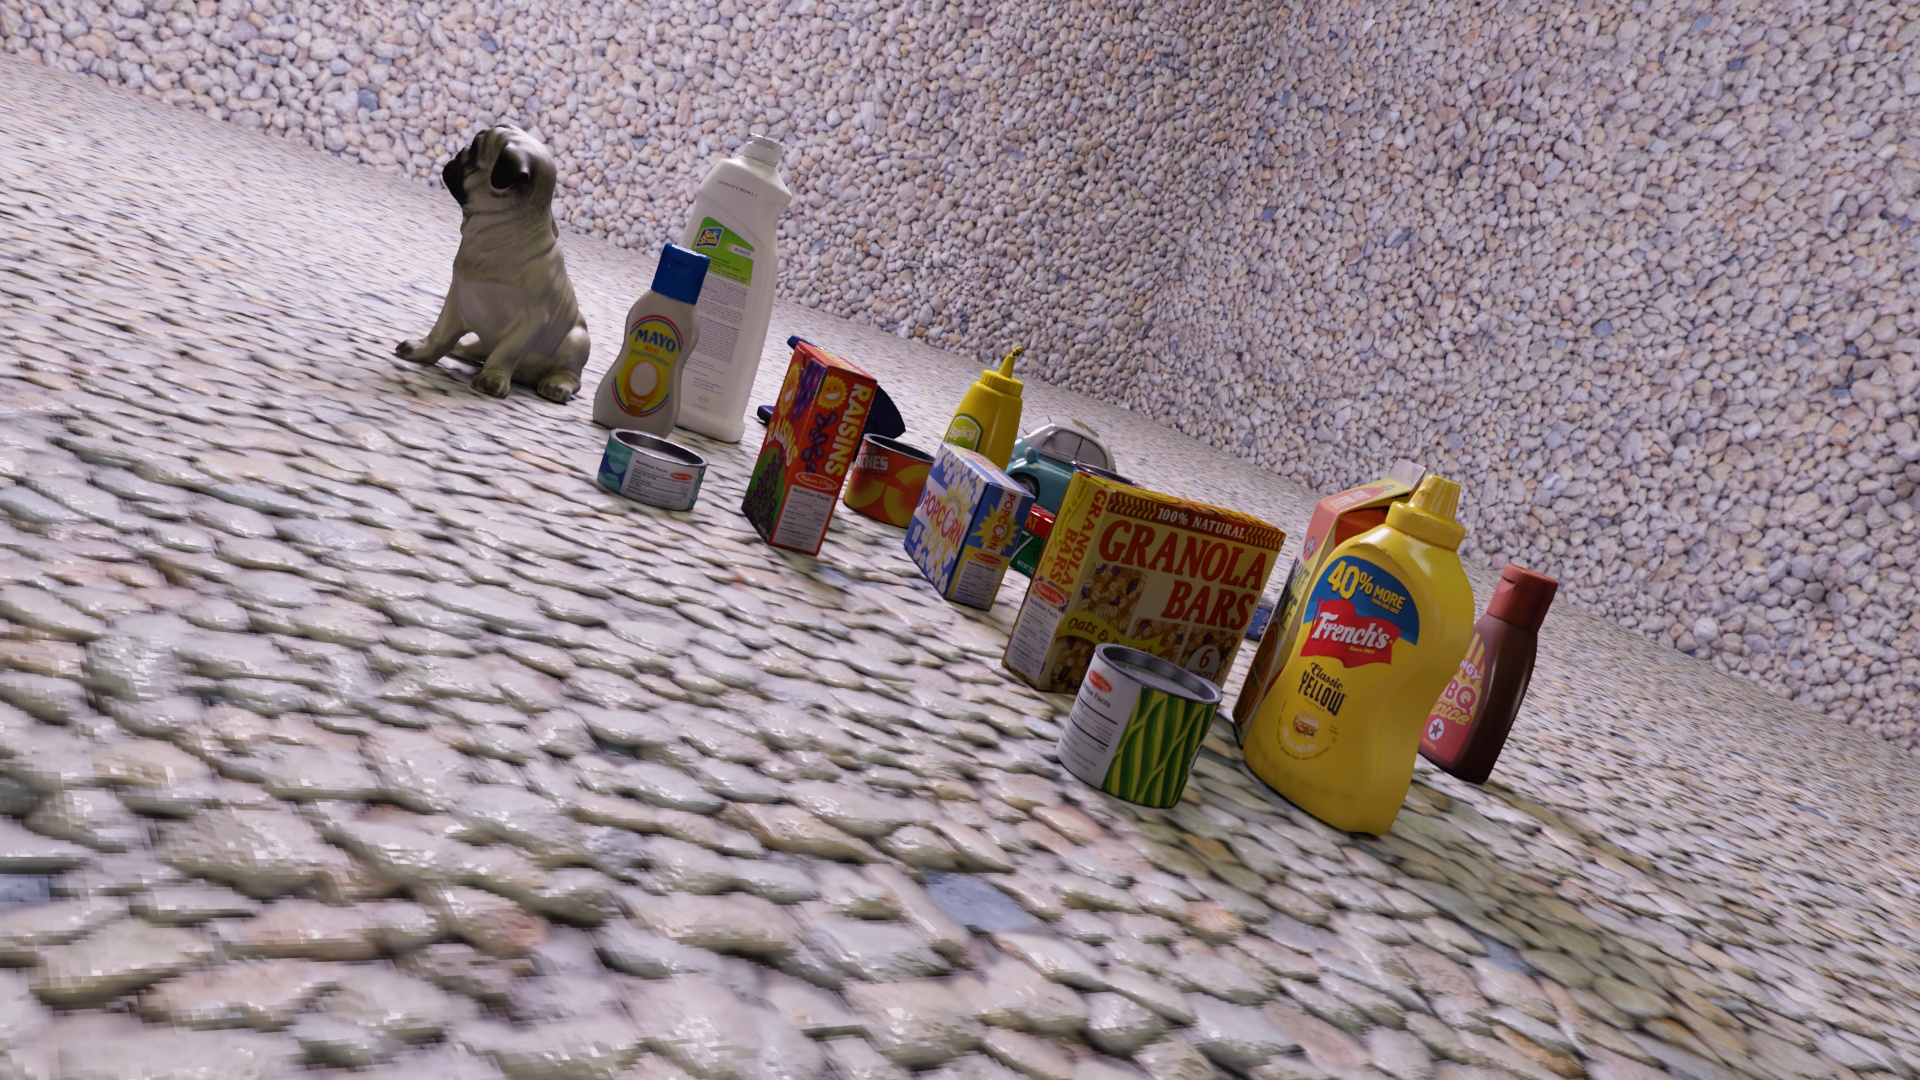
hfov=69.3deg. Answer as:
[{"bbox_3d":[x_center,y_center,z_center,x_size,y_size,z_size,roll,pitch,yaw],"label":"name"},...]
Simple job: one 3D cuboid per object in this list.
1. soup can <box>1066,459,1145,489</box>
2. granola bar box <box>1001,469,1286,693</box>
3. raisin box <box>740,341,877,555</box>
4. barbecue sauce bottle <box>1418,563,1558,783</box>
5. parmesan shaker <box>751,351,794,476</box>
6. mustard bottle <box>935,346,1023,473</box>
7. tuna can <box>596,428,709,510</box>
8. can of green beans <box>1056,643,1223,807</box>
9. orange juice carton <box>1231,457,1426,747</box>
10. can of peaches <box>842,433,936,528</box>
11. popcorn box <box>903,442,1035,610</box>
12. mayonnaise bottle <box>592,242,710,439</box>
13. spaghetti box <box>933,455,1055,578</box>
[{"bbox_3d":[0.116,-0.020,1.232,0.071,0.083,0.071,20,10,-4],"label":"soup can"},{"bbox_3d":[0.113,0.033,0.842,0.166,0.124,0.039,11,13,-42],"label":"granola bar box"},{"bbox_3d":[-0.103,-0.063,0.923,0.040,0.123,0.086,16,11,-24],"label":"raisin box"},{"bbox_3d":[0.370,0.090,0.969,0.044,0.148,0.065,18,10,-15],"label":"barbecue sauce bottle"},{"bbox_3d":[-0.116,-0.085,1.066,0.071,0.103,0.071,20,10,-4],"label":"parmesan shaker"},{"bbox_3d":[0.021,-0.103,1.259,0.049,0.160,0.065,10,15,-48],"label":"mustard bottle"},{"bbox_3d":[-0.201,-0.047,0.905,0.071,0.032,0.071,20,10,-4],"label":"tuna can"},{"bbox_3d":[0.087,0.091,0.683,0.071,0.057,0.071,20,10,-4],"label":"can of green beans"},{"bbox_3d":[0.234,0.042,0.837,0.073,0.192,0.072,21,10,3],"label":"orange juice carton"},{"bbox_3d":[-0.057,-0.048,1.115,0.071,0.058,0.071,20,10,-4],"label":"can of peaches"},{"bbox_3d":[0.003,-0.012,0.972,0.038,0.085,0.127,17,11,-19],"label":"popcorn box"},{"bbox_3d":[-0.233,-0.153,1.069,0.065,0.147,0.041,19,10,-8],"label":"mayonnaise bottle"},{"bbox_3d":[0.046,-0.008,1.126,0.029,0.050,0.250,12,13,-40],"label":"spaghetti box"}]
